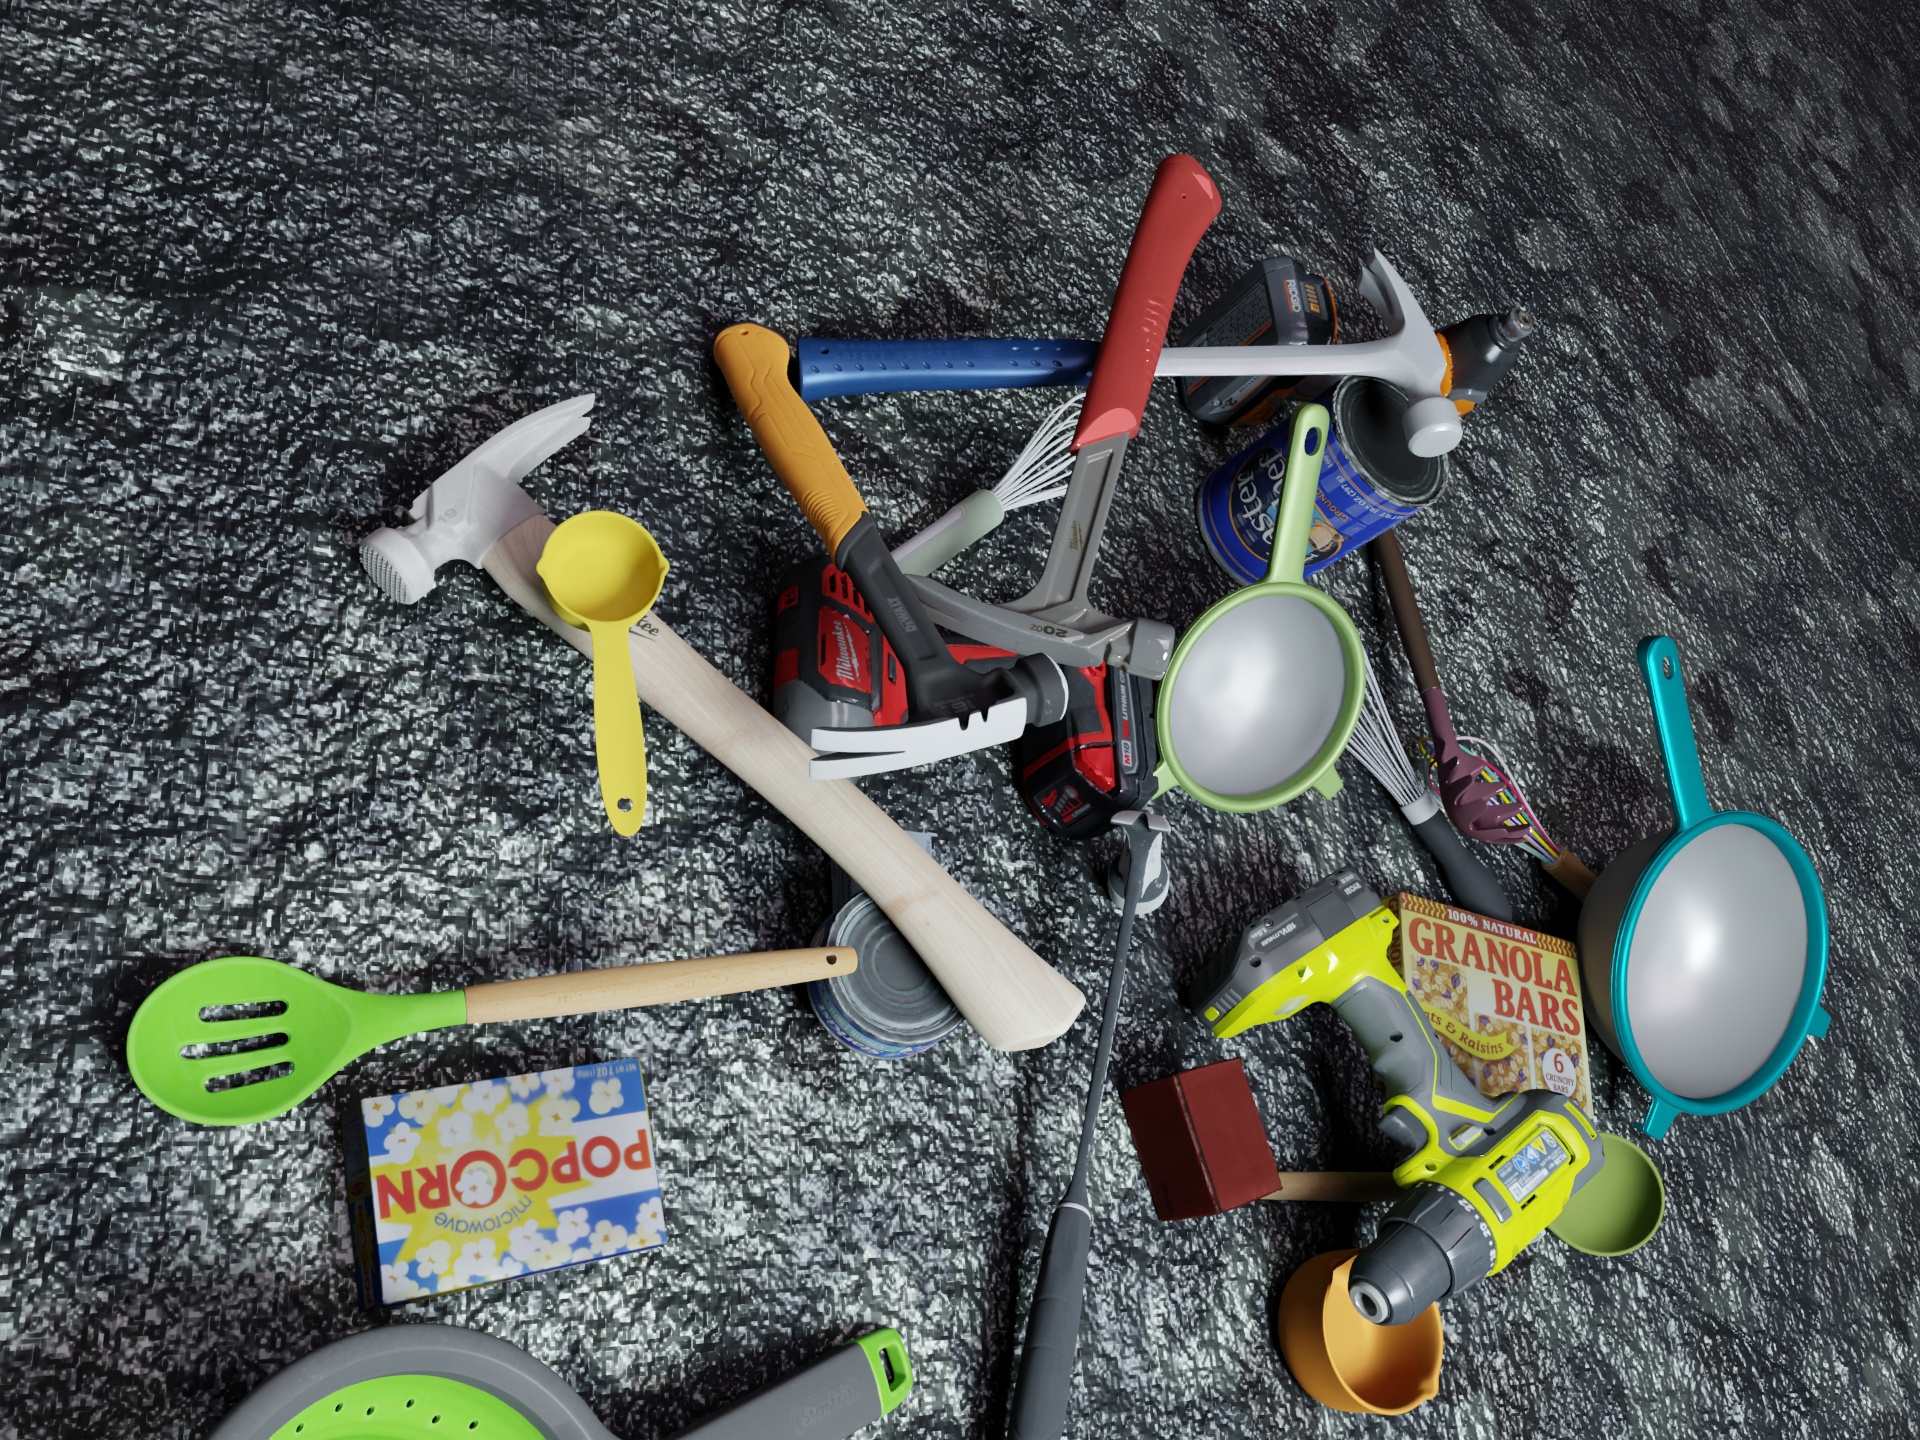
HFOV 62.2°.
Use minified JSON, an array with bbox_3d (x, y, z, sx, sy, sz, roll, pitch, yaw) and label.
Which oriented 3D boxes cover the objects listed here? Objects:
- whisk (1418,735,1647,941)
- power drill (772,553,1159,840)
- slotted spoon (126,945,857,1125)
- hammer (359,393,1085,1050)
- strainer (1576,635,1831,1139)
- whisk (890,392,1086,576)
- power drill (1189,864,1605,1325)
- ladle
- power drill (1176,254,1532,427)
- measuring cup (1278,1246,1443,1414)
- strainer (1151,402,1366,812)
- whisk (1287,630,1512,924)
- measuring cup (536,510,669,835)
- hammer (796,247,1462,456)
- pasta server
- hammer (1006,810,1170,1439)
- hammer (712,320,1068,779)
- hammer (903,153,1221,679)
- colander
[{"bbox_3d":[0.417,0.088,1.151,0.244,0.047,0.051,39,52,-17],"label":"whisk"},{"bbox_3d":[-0.001,-0.003,0.896,0.219,0.078,0.143,12,62,-25],"label":"power drill"},{"bbox_3d":[-0.194,0.126,0.709,0.313,0.031,0.070,-4,71,-24],"label":"slotted spoon"},{"bbox_3d":[-0.096,0.007,0.795,0.410,0.038,0.146,41,60,2],"label":"hammer"},{"bbox_3d":[0.489,0.103,1.115,0.211,0.095,0.340,-21,101,-23],"label":"strainer"},{"bbox_3d":[0.023,-0.137,0.991,0.246,0.058,0.059,-39,123,-35],"label":"whisk"},{"bbox_3d":[0.239,0.214,0.915,0.190,0.080,0.229,-23,67,-34],"label":"power drill"},{"bbox_3d":[0.305,0.289,0.979,0.320,0.062,0.078,9,80,-27],"label":"ladle"},{"bbox_3d":[0.290,-0.263,1.149,0.226,0.164,0.084,5,67,-30],"label":"power drill"},{"bbox_3d":[0.247,0.322,0.924,0.095,0.052,0.174,51,52,-3],"label":"measuring cup"},{"bbox_3d":[0.184,-0.072,0.997,0.151,0.069,0.256,1,106,-24],"label":"strainer"},{"bbox_3d":[0.297,0.033,1.091,0.284,0.070,0.070,53,51,-8],"label":"whisk"},{"bbox_3d":[-0.166,-0.021,0.752,0.062,0.029,0.156,-3,79,-20],"label":"measuring cup"},{"bbox_3d":[0.102,-0.226,0.984,0.405,0.035,0.144,-3,64,-8],"label":"hammer"},{"bbox_3d":[0.332,-0.044,1.121,0.060,0.040,0.317,23,45,-34],"label":"pasta server"},{"bbox_3d":[0.062,0.237,0.814,0.036,0.149,0.409,9,66,9],"label":"hammer"},{"bbox_3d":[-0.072,-0.106,0.835,0.127,0.034,0.337,-15,50,-19],"label":"hammer"},{"bbox_3d":[0.083,-0.194,0.926,0.149,0.036,0.359,16,64,1],"label":"hammer"},{"bbox_3d":[-0.171,0.329,0.637,0.397,0.094,0.205,-3,69,-53],"label":"colander"}]
